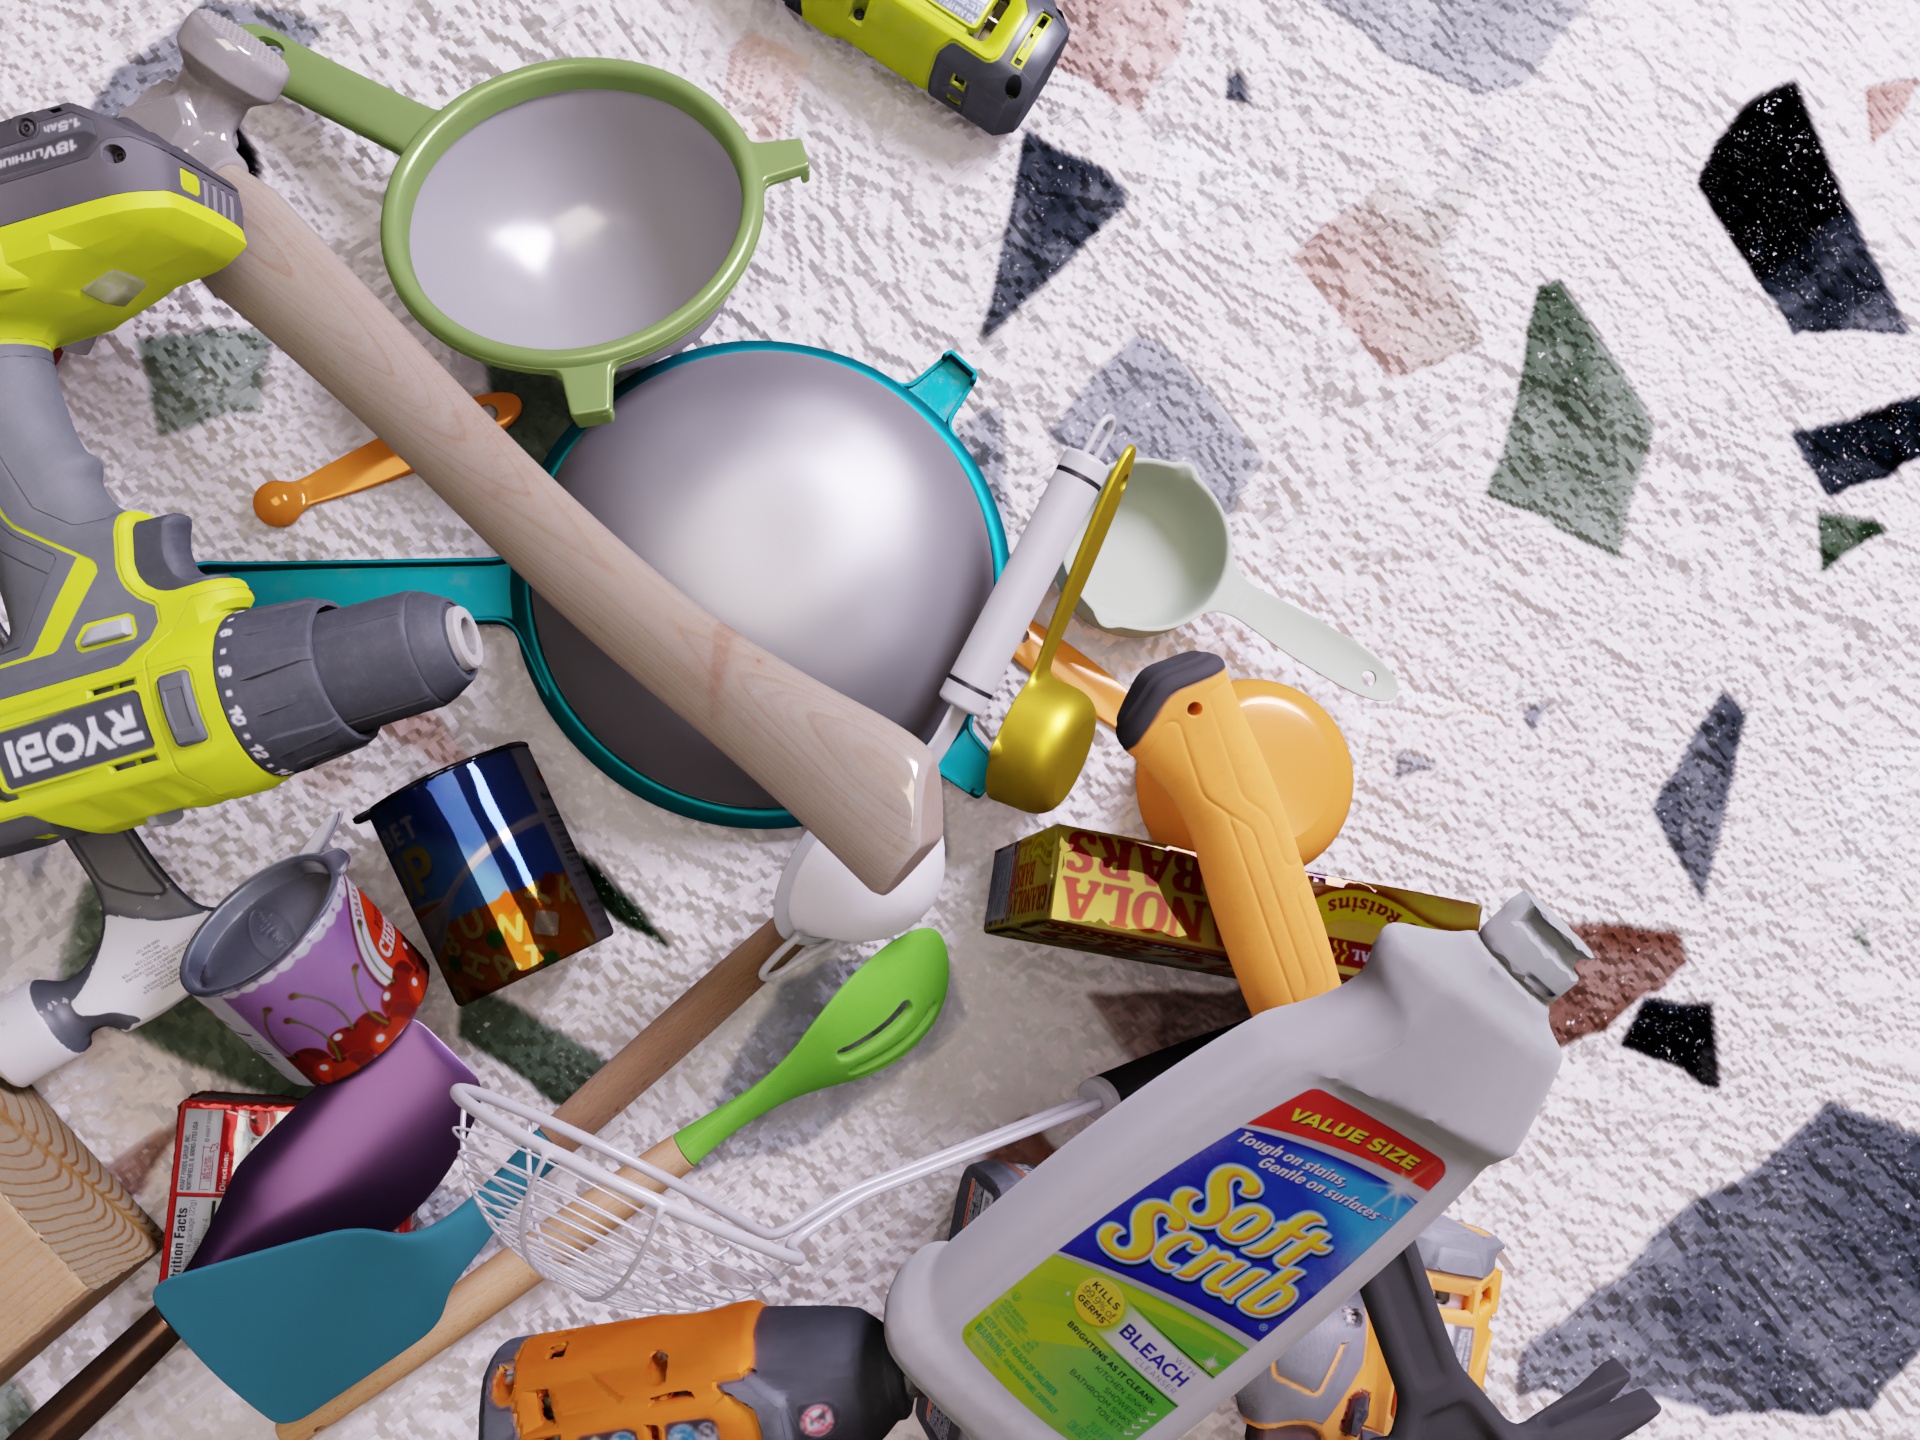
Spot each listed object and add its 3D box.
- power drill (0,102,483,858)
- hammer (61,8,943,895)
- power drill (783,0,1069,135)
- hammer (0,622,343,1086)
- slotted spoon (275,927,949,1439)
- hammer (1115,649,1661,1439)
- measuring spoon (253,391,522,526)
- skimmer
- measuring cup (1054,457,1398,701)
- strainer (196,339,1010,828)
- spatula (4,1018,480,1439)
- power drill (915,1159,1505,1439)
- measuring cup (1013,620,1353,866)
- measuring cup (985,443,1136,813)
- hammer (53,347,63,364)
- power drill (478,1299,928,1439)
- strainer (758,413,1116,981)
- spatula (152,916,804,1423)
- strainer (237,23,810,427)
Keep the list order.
[{"bbox_3d":[-0.281,-0.080,0.547,0.190,0.080,0.228,-16,92,3],"label":"power drill"},{"bbox_3d":[-0.174,-0.078,0.577,0.411,0.038,0.146,42,104,10],"label":"hammer"},{"bbox_3d":[0.006,-0.397,0.707,0.171,0.080,0.223,32,82,-4],"label":"power drill"},{"bbox_3d":[-0.390,-0.074,0.592,0.149,0.036,0.409,-31,97,-14],"label":"hammer"},{"bbox_3d":[-0.129,0.185,0.624,0.314,0.070,0.031,-34,58,-7],"label":"slotted spoon"},{"bbox_3d":[0.139,0.131,0.564,0.127,0.034,0.336,-22,101,-1],"label":"hammer"},{"bbox_3d":[-0.237,-0.111,0.660,0.117,0.011,0.021,-26,88,-12],"label":"measuring spoon"},{"bbox_3d":[0.000,0.131,0.593,0.363,0.127,0.090,-11,95,-31],"label":"skimmer"},{"bbox_3d":[0.115,-0.051,0.700,0.167,0.038,0.083,30,79,-7],"label":"measuring cup"},{"bbox_3d":[-0.140,-0.061,0.626,0.340,0.095,0.211,-3,83,-9],"label":"strainer"},{"bbox_3d":[-0.302,0.235,0.571,0.316,0.018,0.059,-43,98,-12],"label":"spatula"},{"bbox_3d":[0.101,0.278,0.635,0.226,0.084,0.185,13,83,-12],"label":"power drill"},{"bbox_3d":[0.089,0.002,0.679,0.173,0.052,0.095,35,79,-2],"label":"measuring cup"},{"bbox_3d":[0.051,-0.033,0.638,0.029,0.062,0.156,26,109,17],"label":"measuring cup"},{"bbox_3d":[-0.539,-0.171,0.606,0.359,0.036,0.149,9,81,-8],"label":"hammer"},{"bbox_3d":[-0.068,0.319,0.568,0.164,0.084,0.226,-11,95,4],"label":"power drill"},{"bbox_3d":[-0.001,-0.002,0.611,0.050,0.086,0.258,29,93,30],"label":"strainer"},{"bbox_3d":[-0.143,0.140,0.614,0.317,0.044,0.082,-40,122,-25],"label":"spatula"},{"bbox_3d":[-0.197,-0.216,0.663,0.256,0.069,0.151,29,72,13],"label":"strainer"}]
